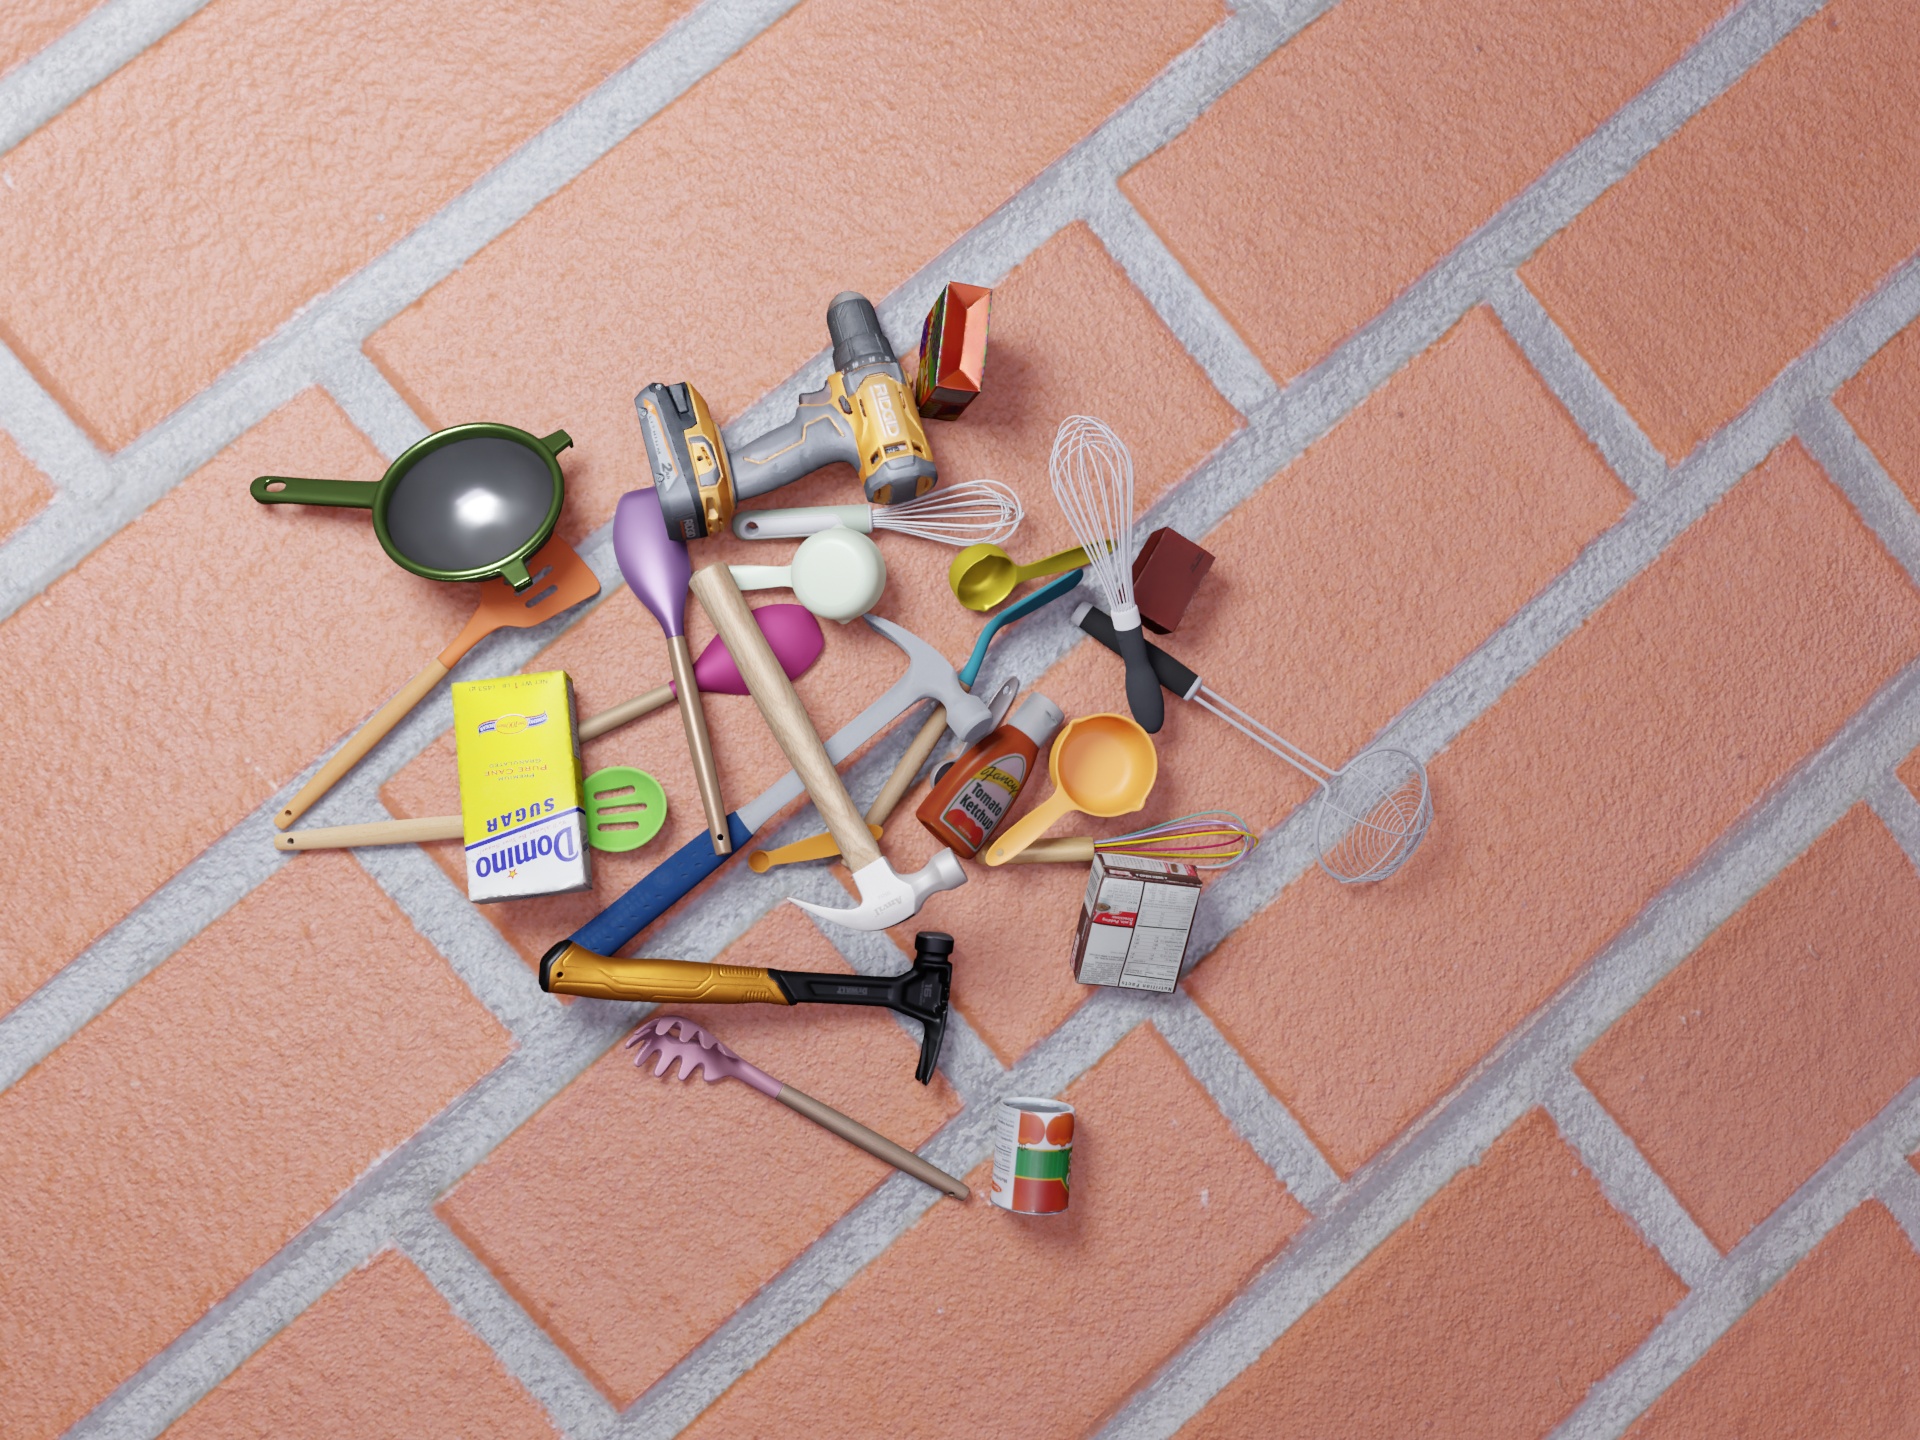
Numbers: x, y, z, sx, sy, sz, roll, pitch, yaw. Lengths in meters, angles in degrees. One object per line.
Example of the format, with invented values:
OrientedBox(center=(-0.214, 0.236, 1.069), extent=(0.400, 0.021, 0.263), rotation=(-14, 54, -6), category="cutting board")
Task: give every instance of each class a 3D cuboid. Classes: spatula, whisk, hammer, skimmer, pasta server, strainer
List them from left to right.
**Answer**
OrientedBox(center=(-0.436, -0.164, 1.276), extent=(0.256, 0.069, 0.152), rotation=(4, 62, 6), category="strainer")
OrientedBox(center=(-0.436, -0.029, 1.296), extent=(0.322, 0.041, 0.081), rotation=(-45, 94, -2), category="spatula")
OrientedBox(center=(-0.230, -0.043, 1.302), extent=(0.060, 0.018, 0.316), rotation=(-14, 80, -7), category="spatula")
OrientedBox(center=(-0.171, 0.224, 1.295), extent=(0.336, 0.034, 0.127), rotation=(7, 88, -18), category="hammer")
OrientedBox(center=(-0.172, 0.073, 1.308), extent=(0.405, 0.035, 0.144), rotation=(-39, 68, -2), category="hammer")
OrientedBox(center=(-0.130, 0.019, 1.271), extent=(0.130, 0.031, 0.331), rotation=(-31, 78, 1), category="hammer")
OrientedBox(center=(-0.130, 0.328, 1.326), extent=(0.316, 0.040, 0.060), rotation=(31, 129, -9), category="pasta server")
OrientedBox(center=(-0.068, -0.169, 1.336), extent=(0.246, 0.059, 0.057), rotation=(-4, 117, -4), category="whisk")
OrientedBox(center=(-0.002, -0.004, 1.341), extent=(0.044, 0.082, 0.317), rotation=(34, 91, 6), category="spatula")
OrientedBox(center=(0.127, -0.114, 1.301), extent=(0.070, 0.070, 0.284), rotation=(-20, 115, -8), category="whisk")
OrientedBox(center=(0.135, 0.106, 1.363), extent=(0.245, 0.047, 0.051), rotation=(-2, 91, -5), category="whisk")
OrientedBox(center=(0.250, 0.009, 1.386), extent=(0.363, 0.090, 0.127), rotation=(34, 89, 4), category="skimmer")

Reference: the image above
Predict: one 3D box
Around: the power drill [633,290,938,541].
OrientedBox(center=(-0.147, -0.252, 1.303), extent=(0.226, 0.084, 0.185), rotation=(-14, 75, -9), category="power drill")

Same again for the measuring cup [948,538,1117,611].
OrientedBox(center=(0.061, -0.138, 1.361), extent=(0.156, 0.062, 0.029), rotation=(-18, 47, -21), category="measuring cup")

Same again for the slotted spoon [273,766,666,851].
OrientedBox(center=(-0.397, 0.083, 1.298), extent=(0.313, 0.031, 0.070), rotation=(-5, 86, -6), category="slotted spoon")

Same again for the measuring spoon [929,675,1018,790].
OrientedBox(center=(0.011, 0.012, 1.361), extent=(0.034, 0.018, 0.124), rotation=(43, 76, -38), category="measuring spoon")

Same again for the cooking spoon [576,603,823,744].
OrientedBox(center=(-0.263, -0.013, 1.320), extent=(0.319, 0.017, 0.069), rotation=(-26, 92, -8), category="cooking spoon")

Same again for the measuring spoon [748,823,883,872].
OrientedBox(center=(-0.121, 0.106, 1.333), extent=(0.117, 0.011, 0.021), rotation=(-14, 96, 2), category="measuring spoon")

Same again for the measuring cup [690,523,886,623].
OrientedBox(center=(-0.146, -0.118, 1.307), extent=(0.167, 0.038, 0.083), rotation=(-1, 95, 8), category="measuring cup")

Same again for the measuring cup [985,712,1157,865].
OrientedBox(center=(0.087, 0.064, 1.352), extent=(0.173, 0.052, 0.095), rotation=(-39, 95, -5), category="measuring cup")
